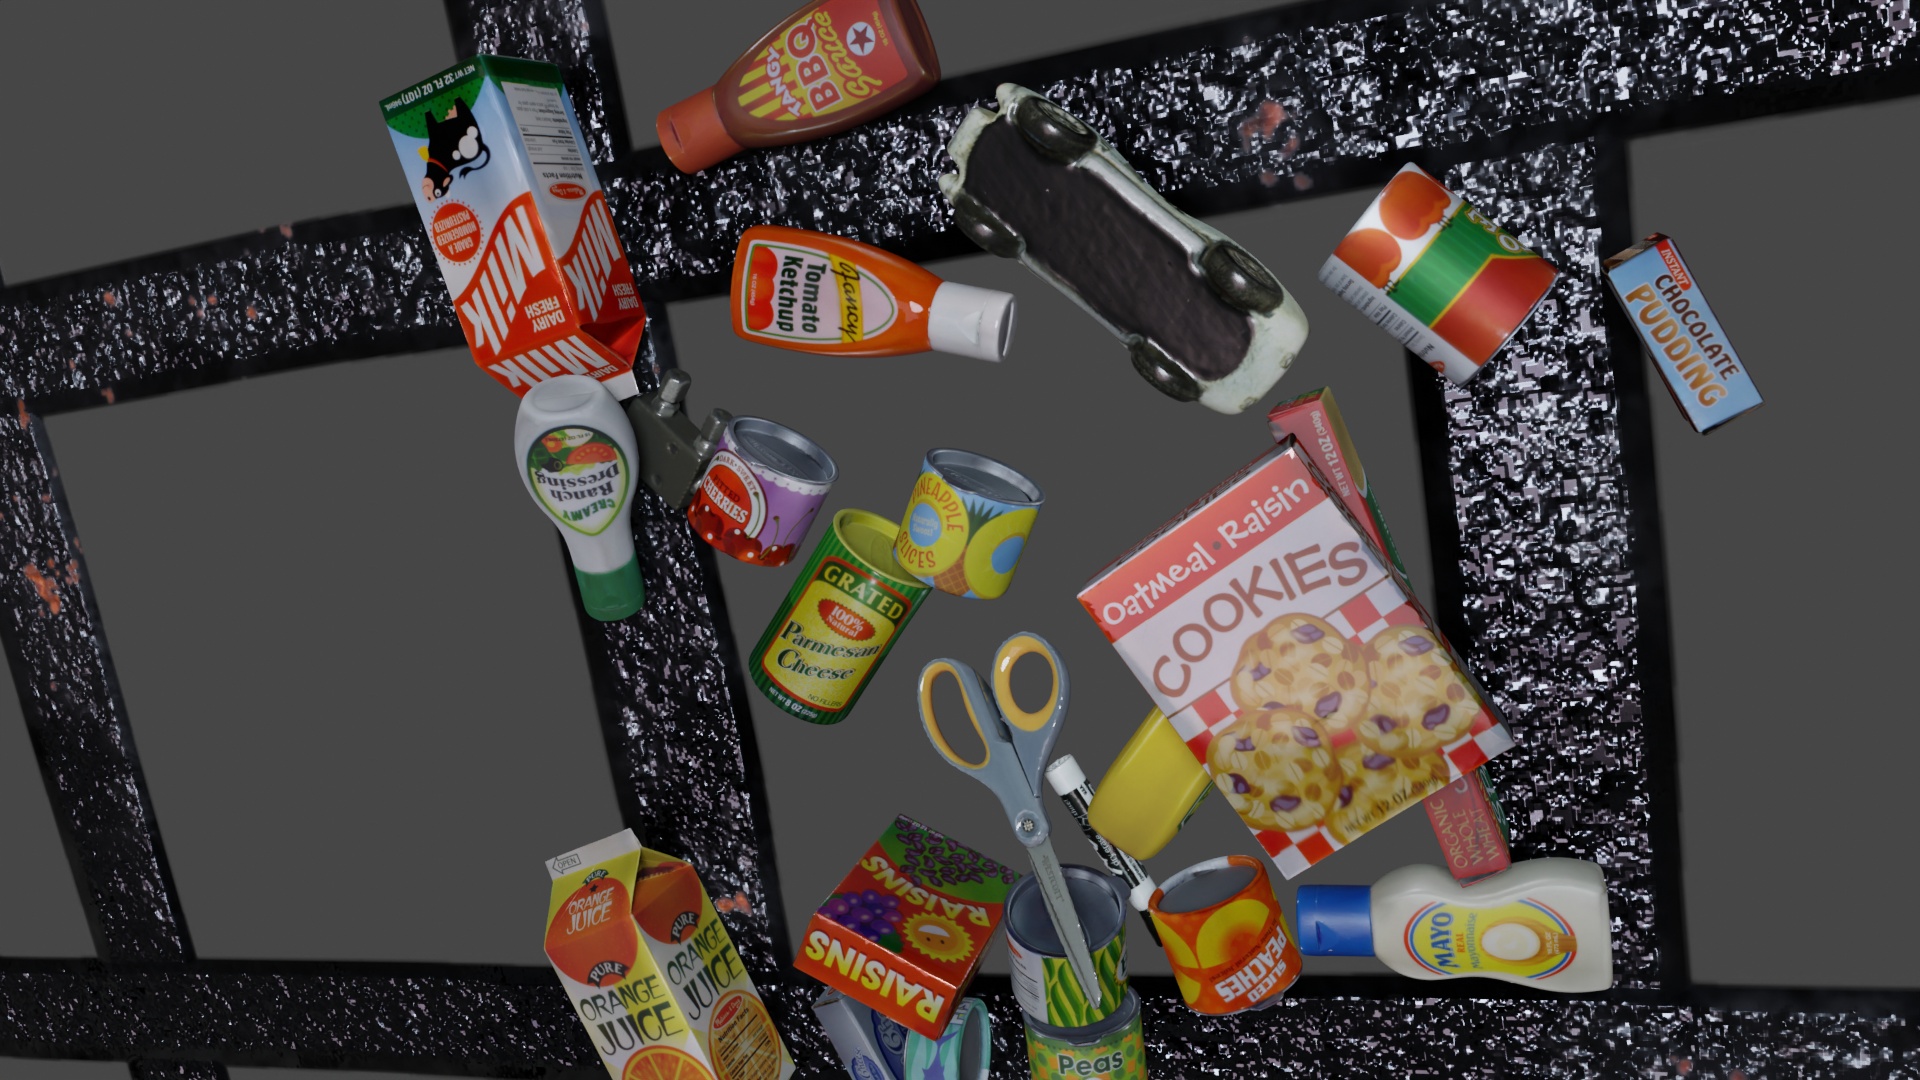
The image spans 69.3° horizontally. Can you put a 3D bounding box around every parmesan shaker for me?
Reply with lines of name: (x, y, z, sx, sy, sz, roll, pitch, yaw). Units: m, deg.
parmesan shaker: (-0.062, 0.044, 0.763, 0.071, 0.071, 0.102, 36, 112, 8)

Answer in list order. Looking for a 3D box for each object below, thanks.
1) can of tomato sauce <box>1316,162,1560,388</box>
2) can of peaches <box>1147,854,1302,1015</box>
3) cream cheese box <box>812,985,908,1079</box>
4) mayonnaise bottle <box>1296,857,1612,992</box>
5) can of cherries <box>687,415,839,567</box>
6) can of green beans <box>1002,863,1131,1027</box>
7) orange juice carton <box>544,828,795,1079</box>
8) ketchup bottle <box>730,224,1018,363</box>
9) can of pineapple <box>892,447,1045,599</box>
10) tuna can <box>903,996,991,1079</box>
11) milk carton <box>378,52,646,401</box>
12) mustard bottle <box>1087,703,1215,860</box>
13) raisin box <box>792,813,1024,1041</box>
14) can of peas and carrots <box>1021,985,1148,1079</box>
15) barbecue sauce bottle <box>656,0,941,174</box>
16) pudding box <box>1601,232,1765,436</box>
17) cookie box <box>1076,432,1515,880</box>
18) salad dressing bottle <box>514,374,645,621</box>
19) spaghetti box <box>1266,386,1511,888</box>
can of tomato sauce: (0.216, -0.122, 0.628, 0.083, 0.071, 0.071, 39, 112, 7)
can of peaches: (0.140, 0.207, 0.730, 0.071, 0.071, 0.058, -20, 95, 22)
cream cheese box: (-0.044, 0.304, 0.825, 0.024, 0.053, 0.103, -27, 93, 25)
mayonnaise bottle: (0.248, 0.194, 0.705, 0.148, 0.041, 0.064, -5, 103, 19)
can of cherries: (-0.110, -0.027, 0.758, 0.071, 0.072, 0.058, 34, 112, 8)
can of green beans: (0.058, 0.220, 0.755, 0.071, 0.071, 0.057, 5, 124, 18)
orange juice carton: (-0.186, 0.271, 0.854, 0.071, 0.073, 0.192, -25, 93, 23)
ketchup bottle: (-0.045, -0.124, 0.729, 0.149, 0.044, 0.064, 13, 106, 15)
can of pineapple: (0.003, -0.009, 0.726, 0.071, 0.071, 0.057, 25, 110, 12)
tuna can: (-0.007, 0.295, 0.803, 0.033, 0.071, 0.071, -2, 102, 18)
milk carton: (-0.238, -0.162, 0.769, 0.072, 0.074, 0.190, -16, 97, 21)
mustard bottle: (0.126, 0.090, 0.712, 0.049, 0.065, 0.159, 37, 107, 11)
raisin box: (-0.025, 0.207, 0.757, 0.086, 0.124, 0.040, 25, 110, 11)
can of peas and carrots: (0.070, 0.285, 0.772, 0.071, 0.071, 0.058, -3, 103, 20)
barbecue sauce bottle: (-0.087, -0.234, 0.716, 0.148, 0.044, 0.064, -19, 97, 22)
pudding box: (0.315, -0.091, 0.610, 0.030, 0.050, 0.083, -29, 92, 24)
cookie box: (0.153, 0.054, 0.647, 0.122, 0.040, 0.167, -37, 90, 18)
salad dressing bottle: (-0.208, -0.020, 0.782, 0.064, 0.044, 0.146, -10, 129, -8)
spaghetti box: (0.211, 0.046, 0.678, 0.028, 0.050, 0.249, -21, 95, 23)
